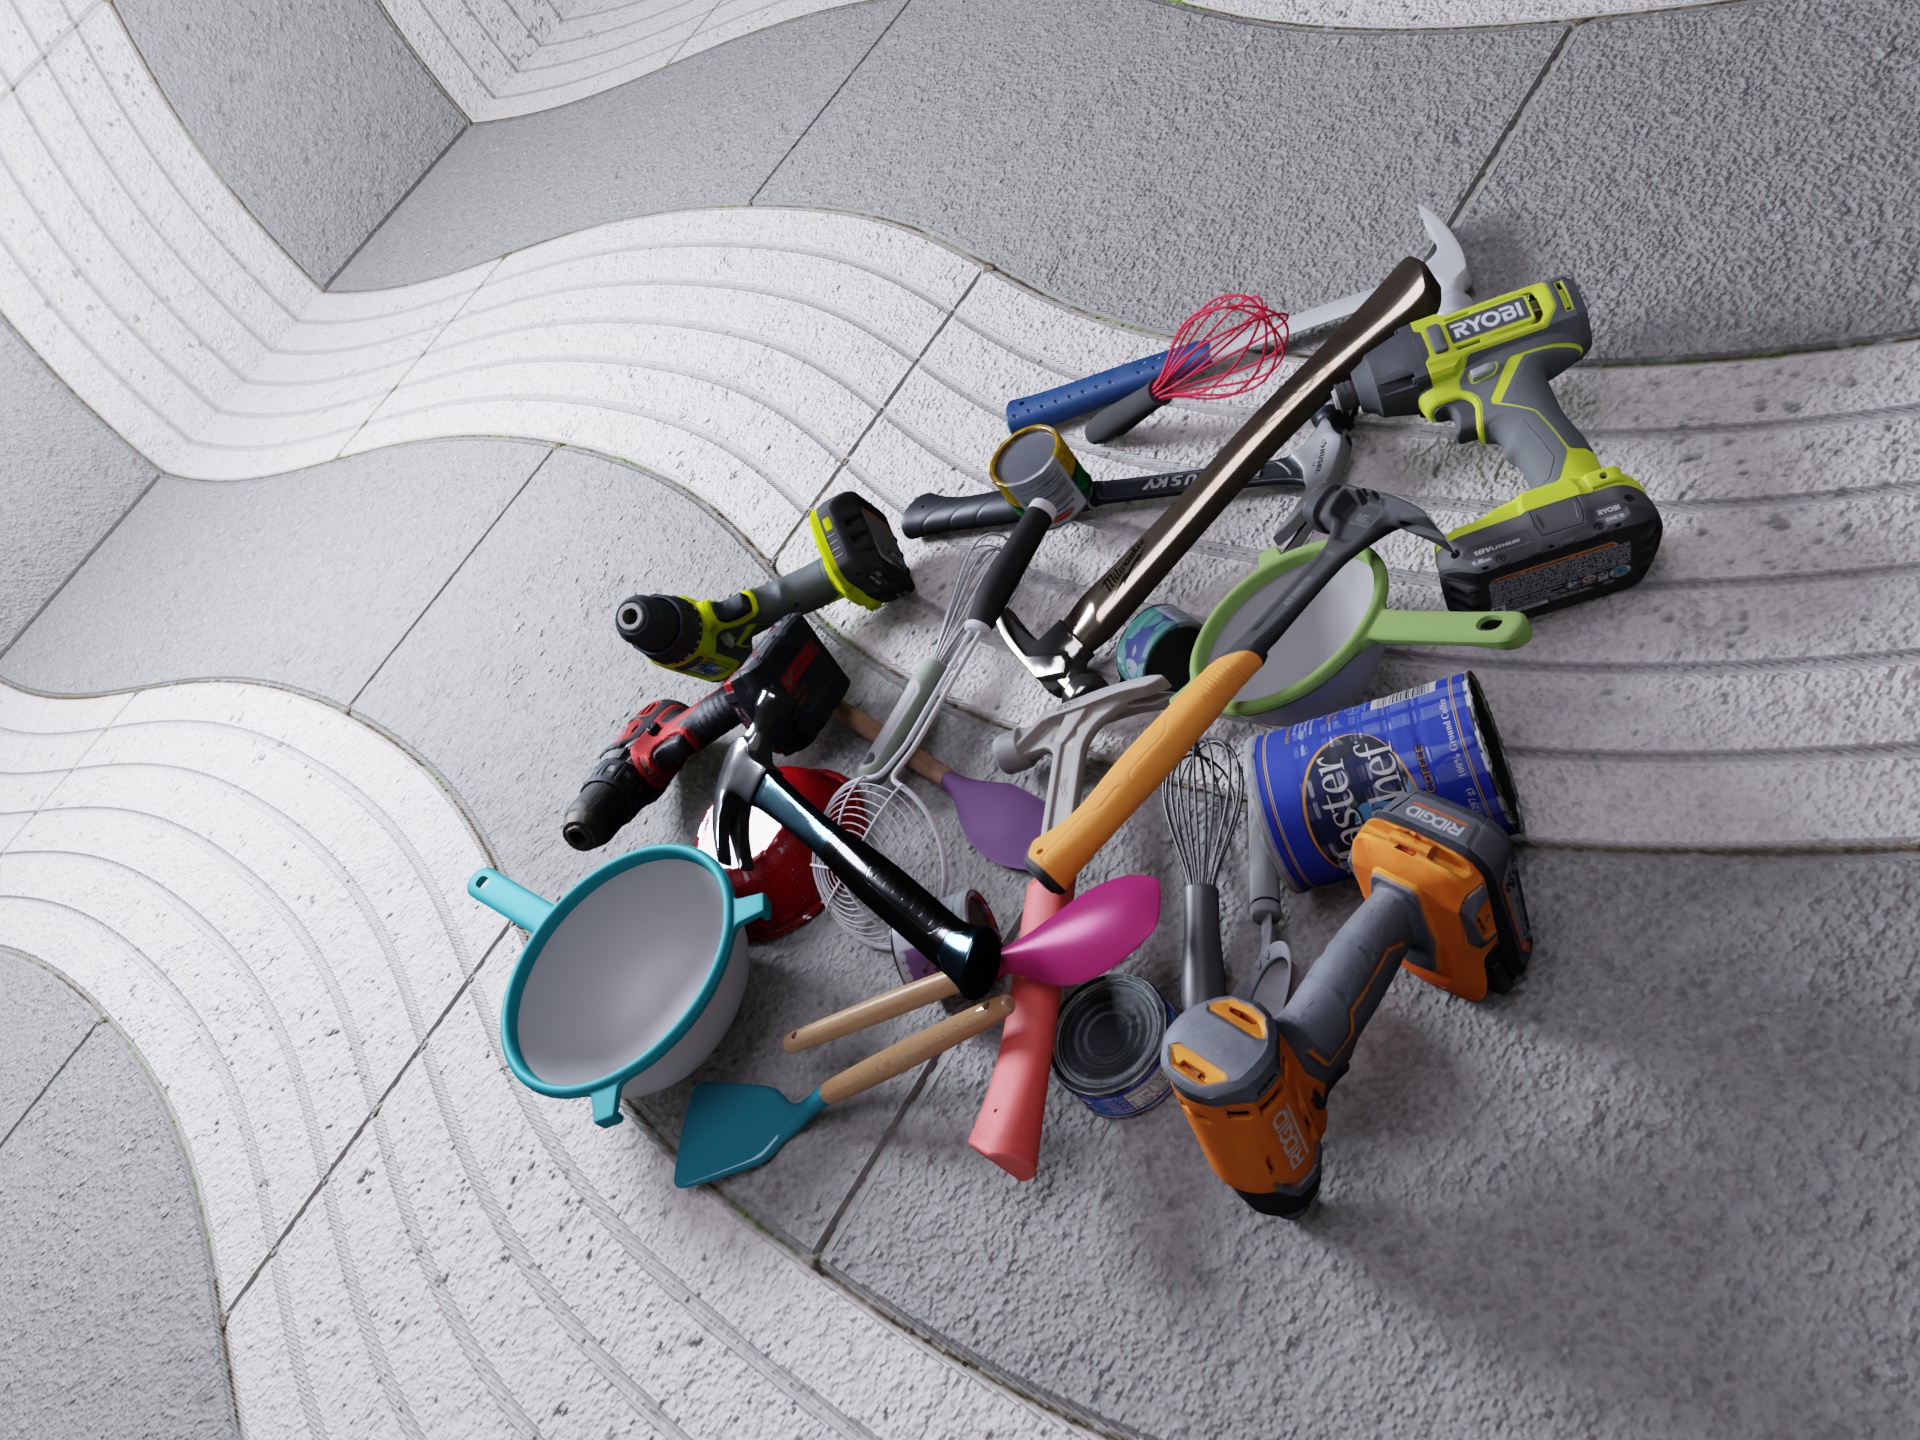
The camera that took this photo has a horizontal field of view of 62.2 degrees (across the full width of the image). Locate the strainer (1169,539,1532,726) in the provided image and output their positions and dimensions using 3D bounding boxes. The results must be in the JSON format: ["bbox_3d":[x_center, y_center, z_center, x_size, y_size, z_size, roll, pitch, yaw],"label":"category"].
[{"bbox_3d":[0.266,-0.044,1.033,0.256,0.069,0.151,5,56,54],"label":"strainer"}]

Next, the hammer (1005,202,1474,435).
[{"bbox_3d":[0.224,-0.317,1.340,0.405,0.035,0.144,-14,49,28],"label":"hammer"}]

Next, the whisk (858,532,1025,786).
[{"bbox_3d":[-0.016,-0.050,1.271,0.058,0.059,0.246,0,53,51],"label":"whisk"}]

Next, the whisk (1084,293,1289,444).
[{"bbox_3d":[0.166,-0.263,1.241,0.073,0.073,0.296,-57,13,-17],"label":"whisk"}]

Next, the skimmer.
[{"bbox_3d":[-0.002,-0.004,1.205,0.127,0.090,0.363,10,62,39],"label":"skimmer"}]

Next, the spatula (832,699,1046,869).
[{"bbox_3d":[-0.026,0.038,1.240,0.060,0.018,0.316,-46,43,-12],"label":"spatula"}]

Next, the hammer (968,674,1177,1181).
[{"bbox_3d":[0.065,0.125,1.042,0.149,0.036,0.359,-21,40,32],"label":"hammer"}]

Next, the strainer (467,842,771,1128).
[{"bbox_3d":[-0.278,0.191,1.244,0.341,0.095,0.211,17,65,46],"label":"strainer"}]

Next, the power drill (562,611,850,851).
[{"bbox_3d":[-0.217,0.017,1.305,0.226,0.080,0.188,-26,19,29],"label":"power drill"}]

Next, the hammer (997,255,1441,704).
[{"bbox_3d":[0.193,-0.186,1.194,0.410,0.038,0.146,-46,46,9],"label":"hammer"}]

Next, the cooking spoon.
[{"bbox_3d":[-0.002,0.166,1.022,0.319,0.017,0.069,-27,38,33],"label":"cooking spoon"}]

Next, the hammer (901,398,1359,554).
[{"bbox_3d":[0.120,-0.183,1.306,0.409,0.036,0.149,-2,56,36],"label":"hammer"}]

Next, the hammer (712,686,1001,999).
[{"bbox_3d":[-0.078,0.092,1.093,0.331,0.033,0.128,33,99,47],"label":"hammer"}]

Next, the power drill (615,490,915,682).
[{"bbox_3d":[-0.169,-0.107,1.352,0.228,0.190,0.080,-25,79,11],"label":"power drill"}]

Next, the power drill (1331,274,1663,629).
[{"bbox_3d":[0.354,-0.180,1.058,0.171,0.080,0.223,-18,58,14],"label":"power drill"}]

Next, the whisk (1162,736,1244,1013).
[{"bbox_3d":[0.158,0.112,1.026,0.055,0.055,0.239,-14,54,27],"label":"whisk"}]

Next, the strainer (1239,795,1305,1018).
[{"bbox_3d":[0.193,0.125,0.990,0.086,0.050,0.259,115,167,-46],"label":"strainer"}]

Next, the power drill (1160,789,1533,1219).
[{"bbox_3d":[0.215,0.165,0.873,0.226,0.164,0.084,-42,40,-19],"label":"power drill"}]

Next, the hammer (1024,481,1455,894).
[{"bbox_3d":[0.167,-0.018,1.020,0.337,0.034,0.127,-47,27,-3],"label":"hammer"}]

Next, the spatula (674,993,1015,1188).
[{"bbox_3d":[-0.081,0.238,1.058,0.317,0.044,0.082,-34,35,37],"label":"spatula"}]
